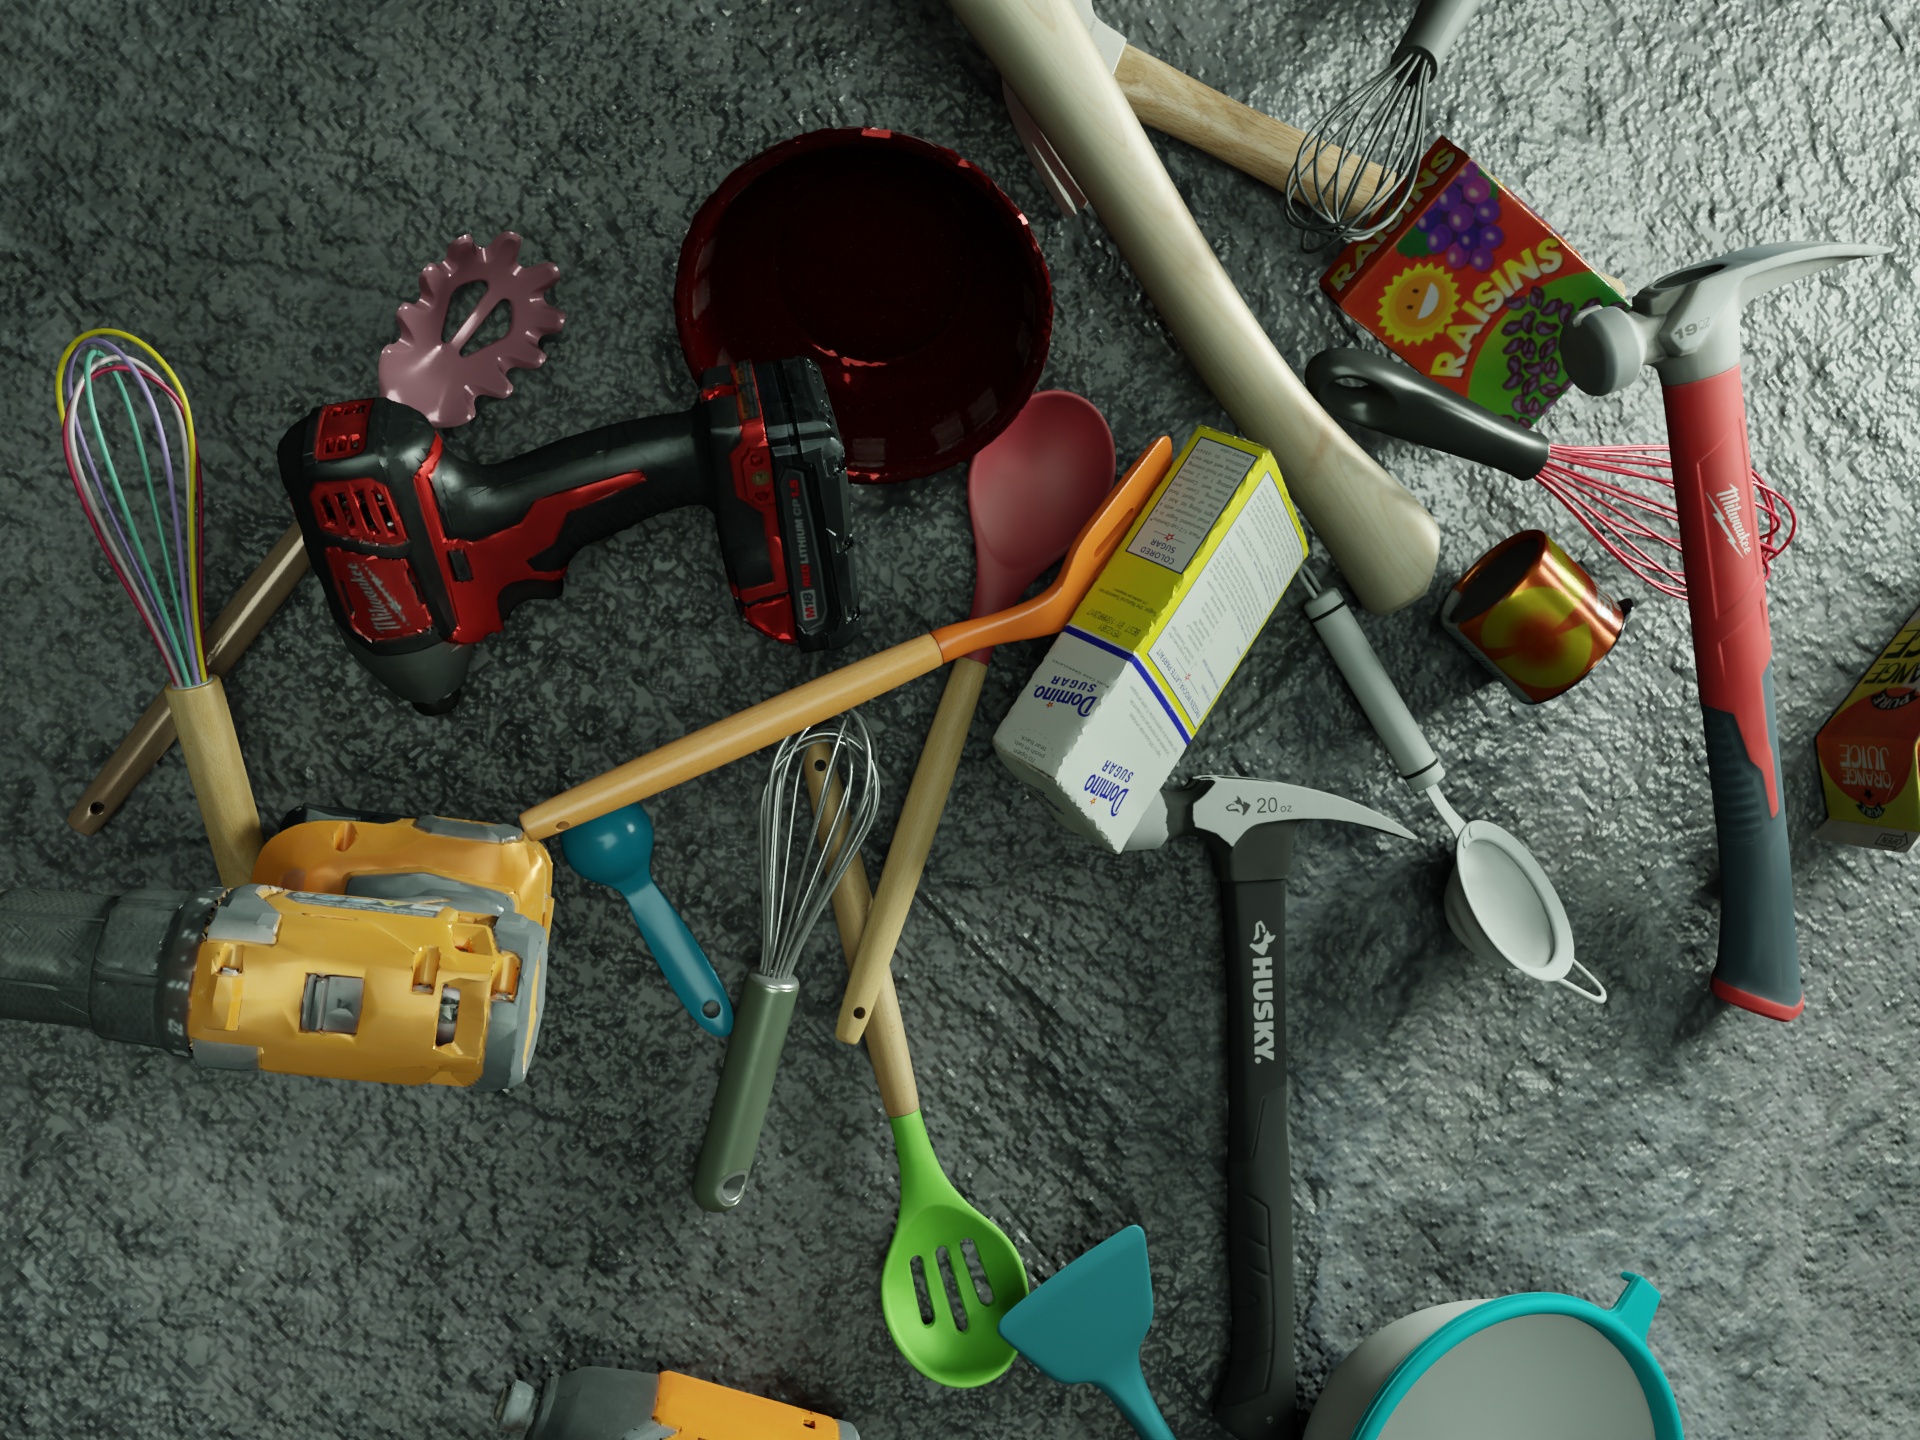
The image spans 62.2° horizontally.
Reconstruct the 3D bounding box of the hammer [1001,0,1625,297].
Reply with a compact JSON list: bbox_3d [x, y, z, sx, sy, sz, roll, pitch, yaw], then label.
[{"bbox_3d":[0.174,-0.260,0.766,0.331,0.031,0.130,22,88,-11],"label":"hammer"}]

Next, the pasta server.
[{"bbox_3d":[-0.282,-0.078,0.686,0.060,0.040,0.316,38,86,-25],"label":"pasta server"}]

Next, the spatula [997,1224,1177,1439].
[{"bbox_3d":[0.118,0.389,0.778,0.082,0.044,0.317,-31,99,-14],"label":"spatula"}]

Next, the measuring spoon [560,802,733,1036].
[{"bbox_3d":[-0.139,0.092,0.727,0.042,0.021,0.128,-31,96,-8],"label":"measuring spoon"}]

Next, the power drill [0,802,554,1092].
[{"bbox_3d":[-0.247,0.082,0.602,0.185,0.226,0.084,8,91,-11],"label":"power drill"}]

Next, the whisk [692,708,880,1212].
[{"bbox_3d":[-0.084,0.109,0.721,0.057,0.059,0.246,6,102,-48],"label":"whisk"}]

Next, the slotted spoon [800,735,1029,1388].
[{"bbox_3d":[-0.031,0.159,0.749,0.070,0.031,0.314,-14,93,-10],"label":"slotted spoon"}]

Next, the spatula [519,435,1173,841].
[{"bbox_3d":[-0.037,-0.027,0.682,0.322,0.081,0.041,-24,53,-13],"label":"spatula"}]

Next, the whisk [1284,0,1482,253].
[{"bbox_3d":[0.210,-0.302,0.738,0.055,0.055,0.239,35,65,-10],"label":"whisk"}]

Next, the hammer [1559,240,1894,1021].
[{"bbox_3d":[0.382,-0.027,0.757,0.143,0.038,0.386,-20,112,-6],"label":"hammer"}]

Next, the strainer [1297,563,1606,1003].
[{"bbox_3d":[0.232,0.034,0.786,0.087,0.050,0.258,-32,92,-51],"label":"strainer"}]

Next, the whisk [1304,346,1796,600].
[{"bbox_3d":[0.284,-0.118,0.753,0.295,0.073,0.073,16,90,-23],"label":"whisk"}]

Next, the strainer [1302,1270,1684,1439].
[{"bbox_3d":[0.179,0.372,0.746,0.340,0.095,0.211,-4,94,-21],"label":"strainer"}]

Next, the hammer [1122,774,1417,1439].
[{"bbox_3d":[0.151,0.193,0.780,0.146,0.035,0.335,-2,93,-10],"label":"hammer"}]

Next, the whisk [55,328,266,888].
[{"bbox_3d":[-0.317,-0.036,0.651,0.047,0.051,0.244,-14,113,-21],"label":"whisk"}]

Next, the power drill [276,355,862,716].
[{"bbox_3d":[-0.158,-0.074,0.673,0.219,0.079,0.143,-9,130,-7],"label":"power drill"}]

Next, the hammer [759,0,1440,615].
[{"bbox_3d":[0.086,-0.205,0.717,0.146,0.038,0.410,-35,110,12],"label":"hammer"}]

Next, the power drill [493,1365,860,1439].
[{"bbox_3d":[-0.157,0.406,0.711,0.164,0.084,0.226,21,84,-10],"label":"power drill"}]

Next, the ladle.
[{"bbox_3d":[-0.001,-0.002,0.736,0.069,0.031,0.315,20,85,-15],"label":"ladle"}]
